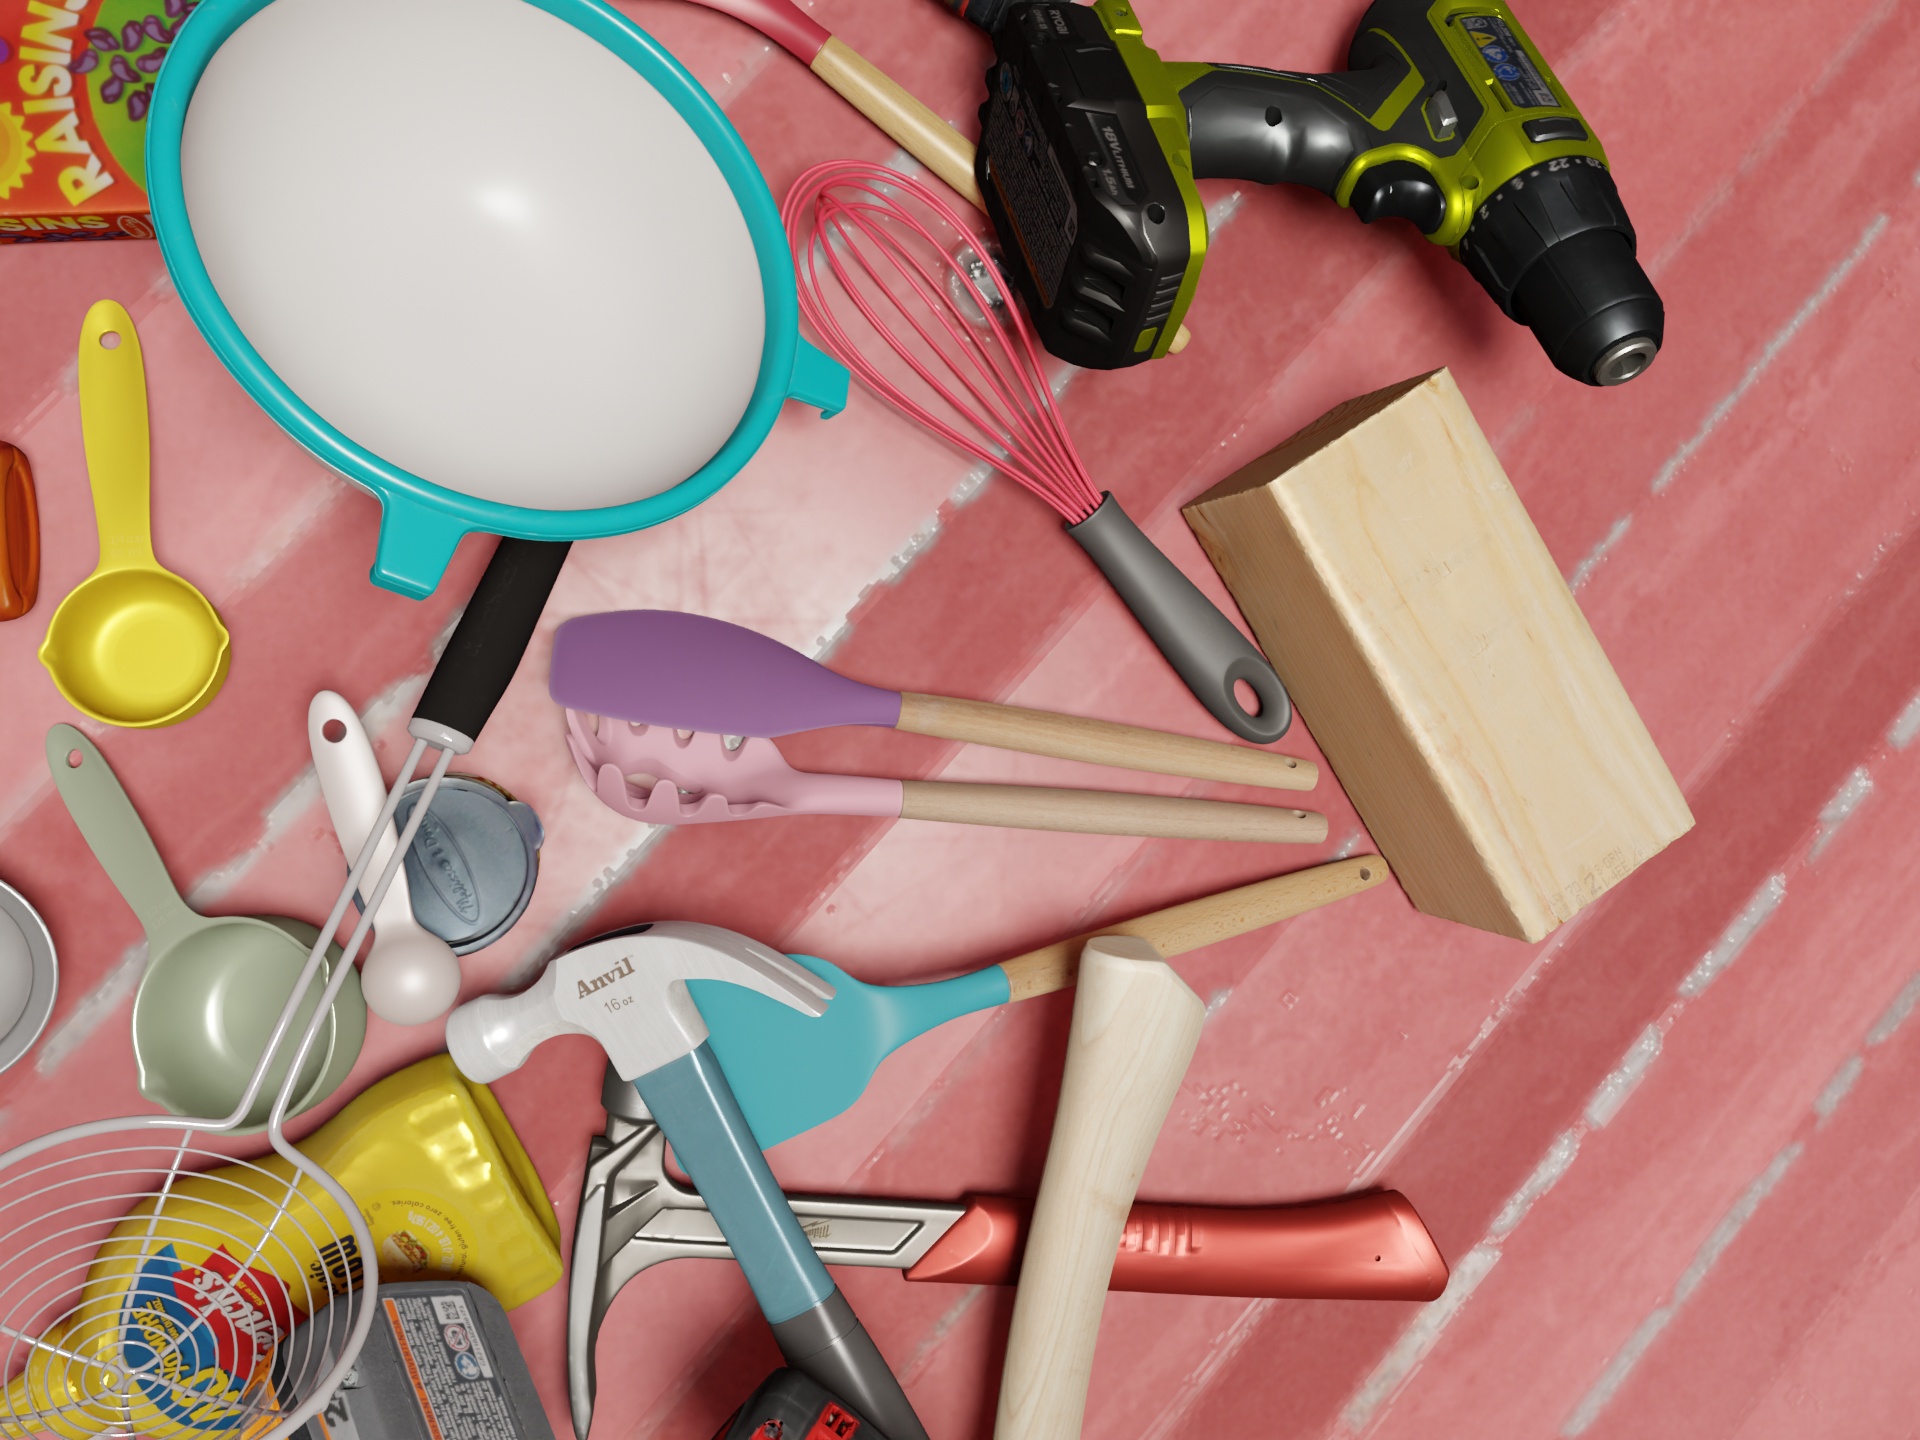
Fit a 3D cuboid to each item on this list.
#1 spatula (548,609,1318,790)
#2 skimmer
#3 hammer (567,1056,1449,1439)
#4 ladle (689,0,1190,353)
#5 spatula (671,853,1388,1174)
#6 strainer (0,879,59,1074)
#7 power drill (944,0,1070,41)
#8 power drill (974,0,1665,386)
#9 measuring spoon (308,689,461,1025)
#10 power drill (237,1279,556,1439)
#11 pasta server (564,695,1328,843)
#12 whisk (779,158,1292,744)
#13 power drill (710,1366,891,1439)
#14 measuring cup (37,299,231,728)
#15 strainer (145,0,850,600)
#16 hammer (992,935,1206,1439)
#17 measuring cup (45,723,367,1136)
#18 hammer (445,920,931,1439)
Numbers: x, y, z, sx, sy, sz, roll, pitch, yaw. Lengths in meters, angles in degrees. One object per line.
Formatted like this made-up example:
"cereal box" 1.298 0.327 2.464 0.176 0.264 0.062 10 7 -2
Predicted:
"spatula" -0.001 -0.002 0.631 0.315 0.018 0.060 10 48 -15
"skimmer" -0.195 0.050 0.507 0.127 0.090 0.363 21 68 -3
"hammer" 0.026 0.221 0.645 0.359 0.037 0.149 7 91 -12
"ladle" -0.034 -0.242 0.618 0.315 0.031 0.069 35 84 -13
"spatula" 0.035 0.096 0.633 0.317 0.044 0.082 -12 84 -22
"strainer" -0.356 0.021 0.529 0.087 0.050 0.258 -5 106 -21
"power drill" -0.021 -0.384 0.590 0.226 0.080 0.188 33 78 -8
"power drill" 0.136 -0.195 0.588 0.228 0.080 0.191 -9 62 -16
"measuring spoon" -0.207 0.049 0.559 0.034 0.018 0.124 -16 95 -11
"power drill" -0.224 0.307 0.509 0.226 0.084 0.164 -43 59 12
"pasta server" 0.004 0.027 0.631 0.316 0.060 0.040 5 126 -15
"whisk" 0.038 -0.097 0.626 0.073 0.073 0.295 -45 107 -7
"power drill" -0.067 0.334 0.547 0.143 0.078 0.219 40 115 5
"measuring cup" -0.297 -0.073 0.572 0.062 0.029 0.156 -7 82 -12
"strainer" -0.201 -0.202 0.540 0.211 0.095 0.340 -33 94 -38
"hammer" 0.020 0.282 0.615 0.146 0.038 0.410 7 100 -12
"measuring cup" -0.277 0.071 0.576 0.083 0.038 0.168 -36 82 4
"hammer" -0.052 0.222 0.573 0.128 0.033 0.331 -27 93 8
